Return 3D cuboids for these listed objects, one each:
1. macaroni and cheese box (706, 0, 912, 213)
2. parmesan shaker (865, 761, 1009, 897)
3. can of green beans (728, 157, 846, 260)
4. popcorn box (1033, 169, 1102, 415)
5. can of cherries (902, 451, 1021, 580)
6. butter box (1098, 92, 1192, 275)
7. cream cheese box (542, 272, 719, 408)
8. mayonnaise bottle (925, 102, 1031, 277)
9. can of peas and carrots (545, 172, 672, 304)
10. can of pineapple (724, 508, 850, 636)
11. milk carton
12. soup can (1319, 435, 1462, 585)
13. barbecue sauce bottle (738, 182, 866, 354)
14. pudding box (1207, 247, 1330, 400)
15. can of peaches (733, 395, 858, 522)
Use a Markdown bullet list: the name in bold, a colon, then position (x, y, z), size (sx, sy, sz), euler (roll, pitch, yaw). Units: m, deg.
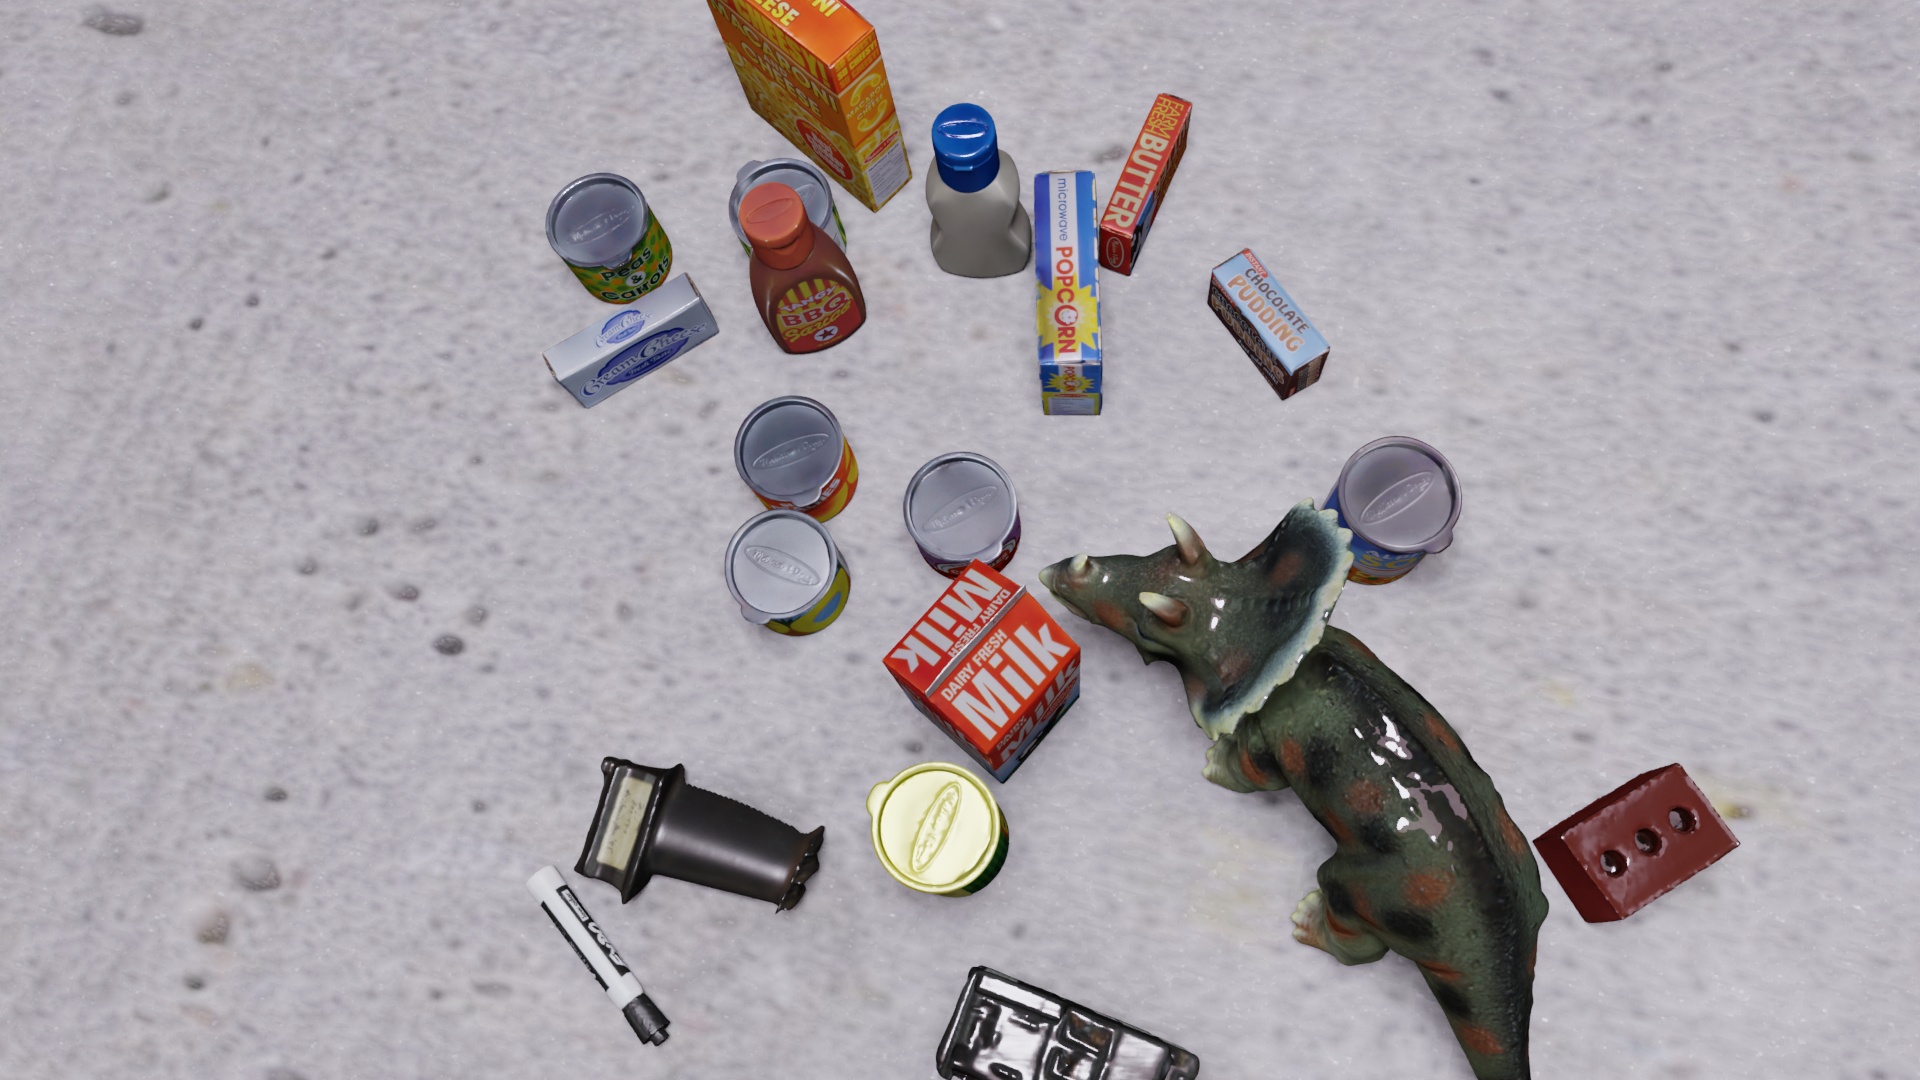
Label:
- **macaroni and cheese box**: position (-0.095, -0.291, 0.859), size (0.124, 0.166, 0.040), euler (42, 82, 14)
- **parmesan shaker**: position (-0.011, 0.158, 0.756), size (0.071, 0.103, 0.071), euler (-1, 74, 5)
- **can of green beans**: position (-0.110, -0.202, 0.891), size (0.071, 0.057, 0.071), euler (-1, 74, 5)
- **popcorn box**: position (0.066, -0.149, 0.847), size (0.038, 0.085, 0.127), euler (-2, 74, 5)
- **can of cherries**: position (0.003, -0.010, 0.826), size (0.071, 0.058, 0.071), euler (-1, 74, 5)
- **butter box**: position (0.117, -0.226, 0.881), size (0.024, 0.053, 0.104), euler (22, 77, 11)
- **cream cheese box**: position (-0.207, -0.126, 0.880), size (0.104, 0.053, 0.024), euler (-31, 74, -4)
- **mayonnaise bottle**: position (0.008, -0.207, 0.836), size (0.065, 0.147, 0.041), euler (1, 75, 5)
- **can of peas and carrots**: position (-0.225, -0.192, 0.898), size (0.071, 0.058, 0.071), euler (-1, 74, 5)
- **can of pineapple**: position (-0.103, 0.021, 0.827), size (0.071, 0.057, 0.071), euler (-1, 74, 5)
- **milk carton**: position (0.014, 0.070, 0.734), size (0.073, 0.190, 0.072), euler (40, 82, 14)
- **soup can**: position (0.243, -0.013, 0.793), size (0.071, 0.083, 0.071), euler (-1, 74, 5)
- **barbecue sauce bottle**: position (-0.098, -0.162, 0.832), size (0.065, 0.148, 0.044), euler (-24, 74, -2)
- **pudding box**: position (0.188, -0.132, 0.850), size (0.030, 0.049, 0.084), euler (-33, 74, -4)
- **can of peaches**: position (-0.098, -0.045, 0.845), size (0.071, 0.058, 0.071), euler (-1, 74, 5)
